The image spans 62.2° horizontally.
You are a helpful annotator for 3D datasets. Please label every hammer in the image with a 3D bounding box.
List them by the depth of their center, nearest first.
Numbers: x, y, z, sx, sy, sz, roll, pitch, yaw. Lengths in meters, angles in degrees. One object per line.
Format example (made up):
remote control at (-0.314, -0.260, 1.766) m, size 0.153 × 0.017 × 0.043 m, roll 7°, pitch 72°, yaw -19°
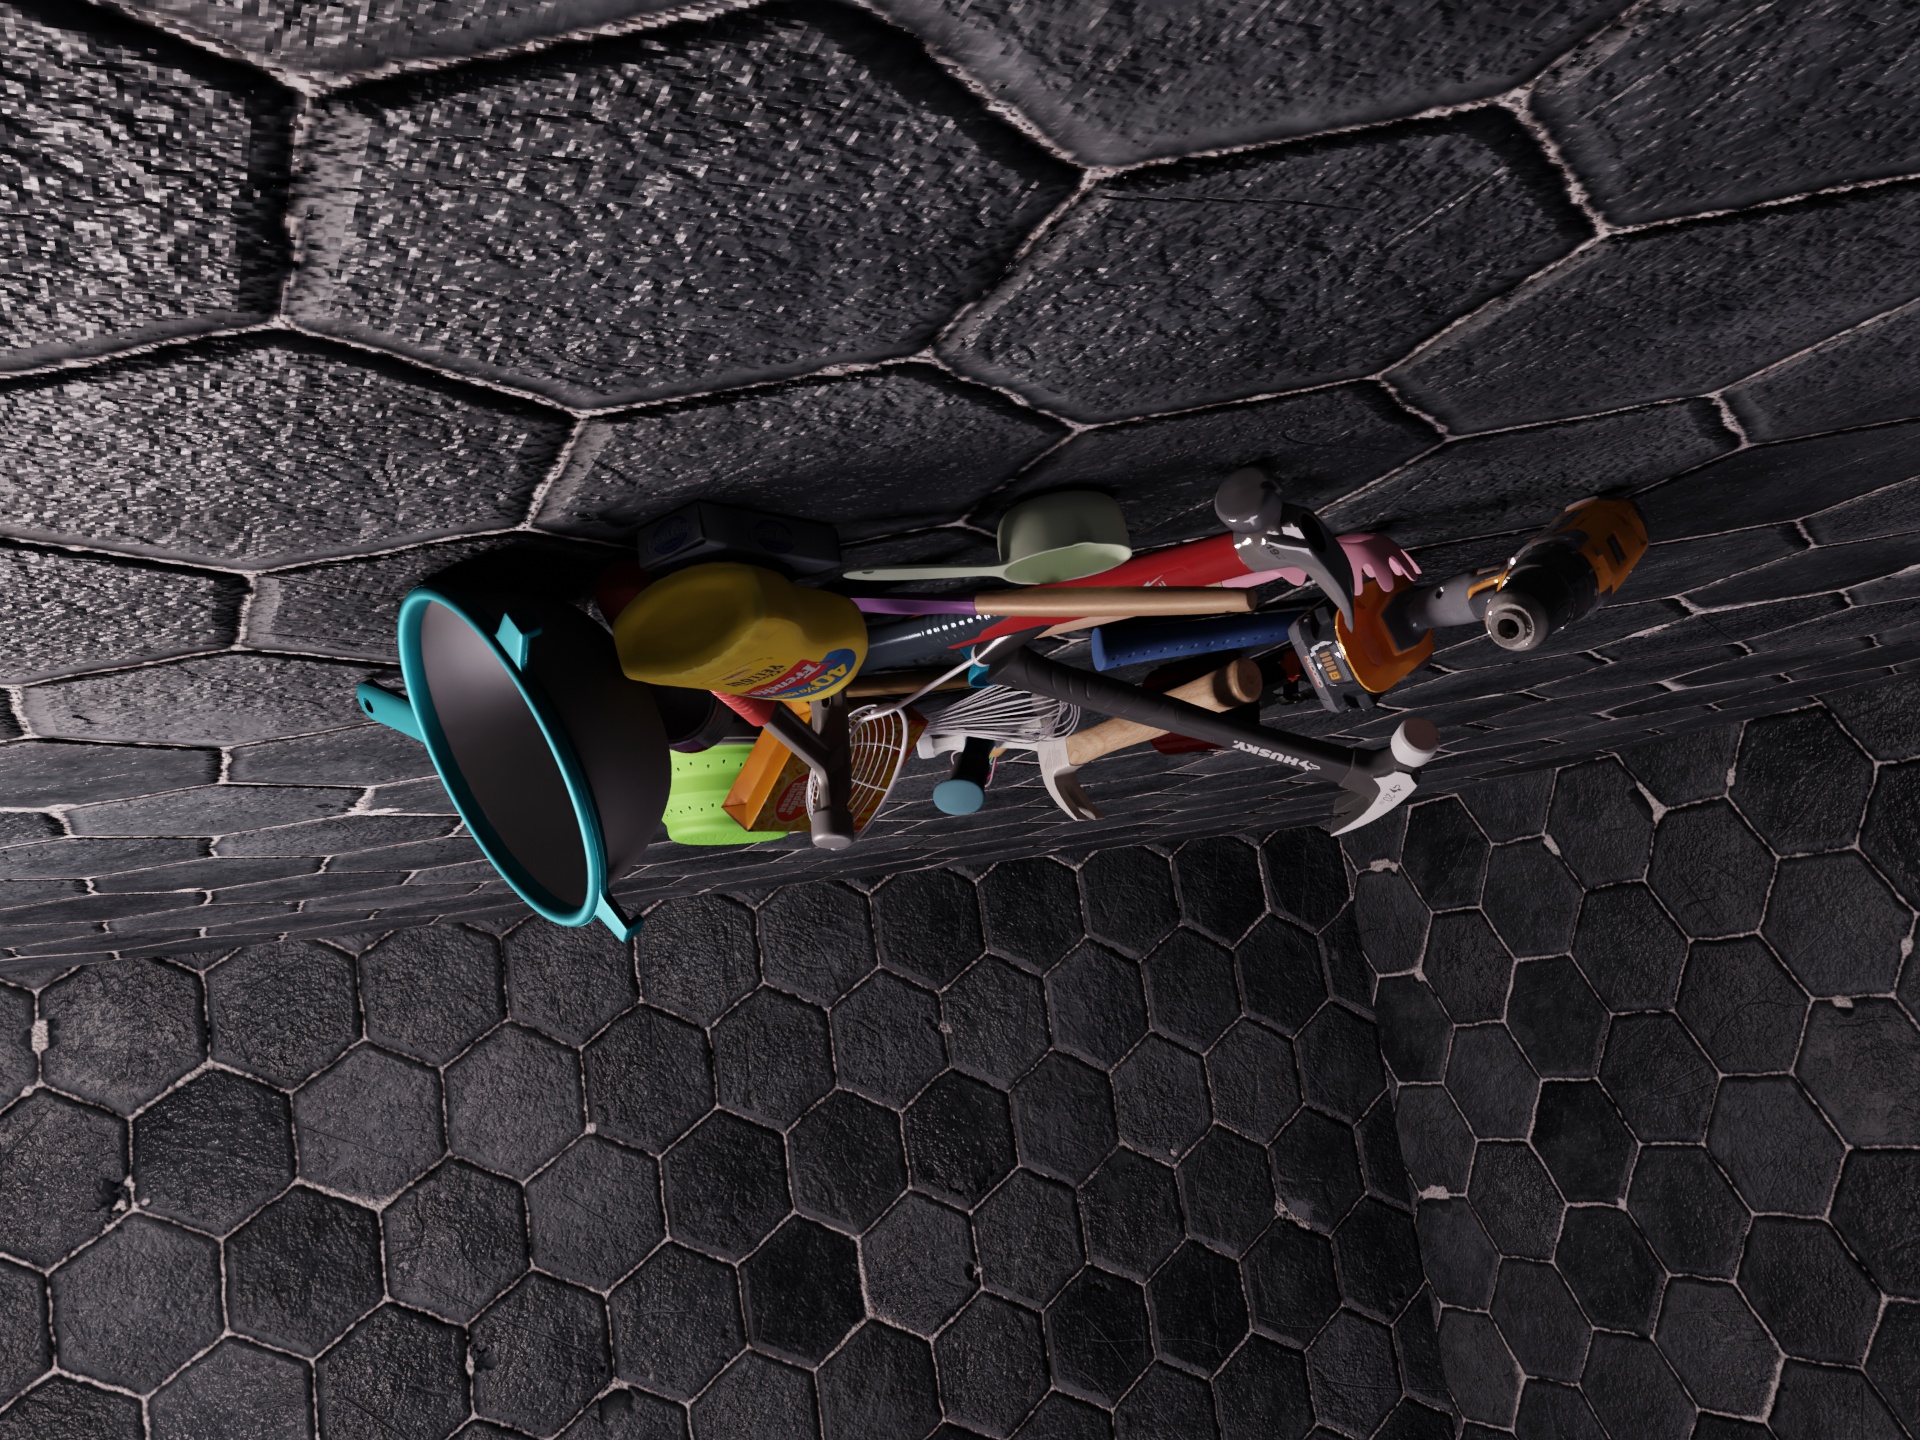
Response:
hammer at (0.060, -0.067, 1.039) m, size 0.386 × 0.038 × 0.143 m, roll -12°, pitch 147°, yaw 36°
hammer at (-0.143, -0.029, 1.054) m, size 0.037 × 0.149 × 0.358 m, roll -11°, pitch 159°, yaw 12°
hammer at (0.183, 0.004, 1.226) m, size 0.335 × 0.035 × 0.146 m, roll 16°, pitch 149°, yaw 1°
hammer at (0.306, -0.080, 1.298) m, size 0.405 × 0.035 × 0.144 m, roll -7°, pitch 170°, yaw -9°
hammer at (0.153, 0.006, 1.362) m, size 0.031 × 0.130 × 0.331 m, roll -4°, pitch 170°, yaw -26°
hammer at (0.010, 0.039, 1.451) m, size 0.128 × 0.033 × 0.331 m, roll -8°, pitch -172°, yaw 5°

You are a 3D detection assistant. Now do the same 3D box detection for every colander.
colander at (-0.232, 0.050, 1.365) m, size 0.204 × 0.094 × 0.397 m, roll -6°, pitch 170°, yaw 14°

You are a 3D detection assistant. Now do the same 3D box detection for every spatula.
spatula at (0.032, -0.071, 0.958) m, size 0.316 × 0.018 × 0.059 m, roll 3°, pitch 179°, yaw 36°

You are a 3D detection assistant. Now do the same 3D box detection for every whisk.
whisk at (-0.012, 0.000, 1.438) m, size 0.284 × 0.070 × 0.070 m, roll -10°, pitch 171°, yaw 35°
whisk at (0.029, 0.037, 1.715) m, size 0.047 × 0.051 × 0.245 m, roll -1°, pitch 166°, yaw -13°

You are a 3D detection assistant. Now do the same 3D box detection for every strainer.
strainer at (-0.270, -0.004, 0.967) m, size 0.095 × 0.210 × 0.341 m, roll -28°, pitch -155°, yaw -32°

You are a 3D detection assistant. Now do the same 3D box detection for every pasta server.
pasta server at (0.165, -0.085, 1.135) m, size 0.316 × 0.040 × 0.060 m, roll -12°, pitch -169°, yaw 27°

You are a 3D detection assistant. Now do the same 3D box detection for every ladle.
ladle at (-0.083, -0.026, 1.284) m, size 0.315 × 0.031 × 0.069 m, roll -6°, pitch -167°, yaw -28°

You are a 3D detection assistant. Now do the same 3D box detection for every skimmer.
skimmer at (-0.002, -0.004, 1.201) m, size 0.363 × 0.090 × 0.127 m, roll -31°, pitch -171°, yaw 45°

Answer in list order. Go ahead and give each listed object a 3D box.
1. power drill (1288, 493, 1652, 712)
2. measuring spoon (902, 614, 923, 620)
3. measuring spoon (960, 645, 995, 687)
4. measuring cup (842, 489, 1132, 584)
power drill at (0.339, -0.073, 1.092) m, size 0.226 × 0.084 × 0.185 m, roll -21°, pitch -170°, yaw 46°
measuring spoon at (-0.043, -0.061, 1.165) m, size 0.021 × 0.011 × 0.117 m, roll -4°, pitch 169°, yaw -24°
measuring spoon at (0.015, -0.056, 1.251) m, size 0.042 × 0.021 × 0.128 m, roll -19°, pitch 160°, yaw 8°
measuring cup at (0.014, -0.103, 0.905) m, size 0.167 × 0.038 × 0.083 m, roll -5°, pitch 170°, yaw -11°
